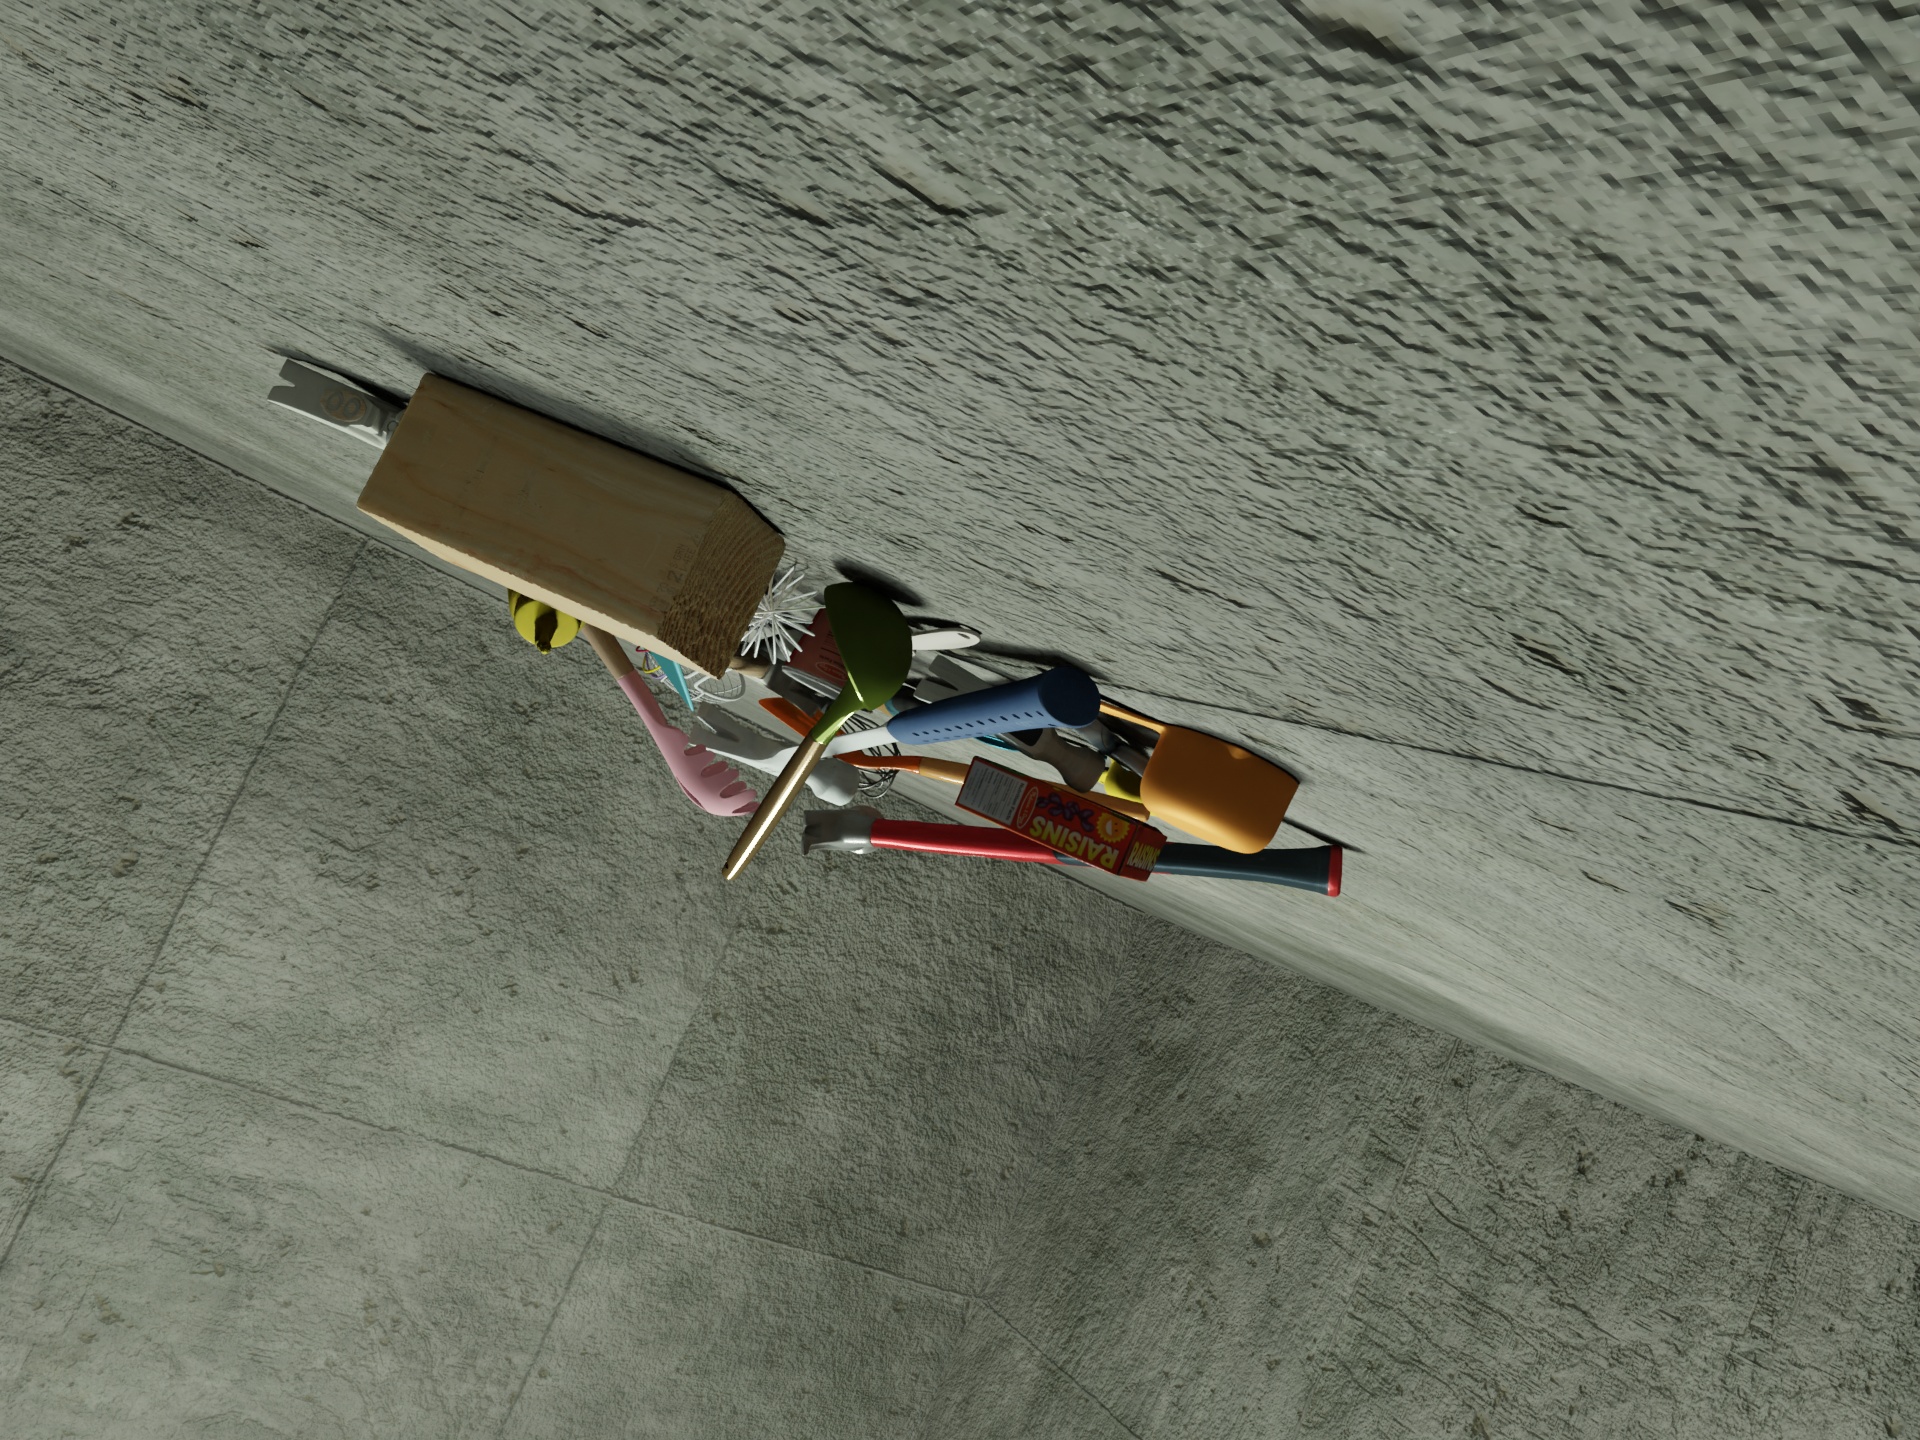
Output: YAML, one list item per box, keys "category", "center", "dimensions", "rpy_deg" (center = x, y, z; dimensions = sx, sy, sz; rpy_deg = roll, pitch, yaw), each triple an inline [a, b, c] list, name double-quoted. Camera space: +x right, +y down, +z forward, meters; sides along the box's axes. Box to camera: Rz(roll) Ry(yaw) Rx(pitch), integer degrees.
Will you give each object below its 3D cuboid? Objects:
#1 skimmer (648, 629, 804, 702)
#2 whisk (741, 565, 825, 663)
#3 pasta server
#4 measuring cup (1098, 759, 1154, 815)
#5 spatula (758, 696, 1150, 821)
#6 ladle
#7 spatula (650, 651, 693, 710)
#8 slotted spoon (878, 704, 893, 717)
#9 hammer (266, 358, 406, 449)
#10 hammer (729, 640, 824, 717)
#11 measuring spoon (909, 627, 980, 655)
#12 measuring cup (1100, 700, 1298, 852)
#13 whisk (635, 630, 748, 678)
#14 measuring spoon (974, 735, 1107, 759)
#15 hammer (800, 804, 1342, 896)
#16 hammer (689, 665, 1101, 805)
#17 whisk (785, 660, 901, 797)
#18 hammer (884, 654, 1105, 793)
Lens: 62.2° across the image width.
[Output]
- category: "skimmer"
  center: [-0.207, -0.075, 1.480]
  dimensions: [0.127, 0.090, 0.363]
  rpy_deg: [39, 159, -20]
- category: "whisk"
  center: [-0.135, -0.075, 1.076]
  dimensions: [0.070, 0.070, 0.285]
  rpy_deg: [26, 179, -11]
- category: "pasta server"
  center: [-0.238, -0.059, 1.089]
  dimensions: [0.316, 0.040, 0.060]
  rpy_deg: [58, 169, -11]
- category: "measuring cup"
  center: [0.128, 0.056, 1.263]
  dimensions: [0.062, 0.029, 0.156]
  rpy_deg: [25, 172, -8]
- category: "spatula"
  center: [-0.006, 0.031, 1.236]
  dimensions: [0.323, 0.041, 0.081]
  rpy_deg: [11, -175, 21]
- category: "ladle"
  center: [-0.110, 0.023, 1.023]
  dimensions: [0.062, 0.078, 0.320]
  rpy_deg: [1, 147, -29]
- category: "spatula"
  center: [-0.282, -0.094, 1.157]
  dimensions: [0.082, 0.044, 0.317]
  rpy_deg: [52, -173, 30]
- category: "slotted spoon"
  center: [-0.084, -0.030, 1.402]
  dimensions: [0.070, 0.031, 0.313]
  rpy_deg: [27, 177, 11]
- category: "hammer"
  center: [-0.346, -0.162, 1.234]
  dimensions: [0.146, 0.038, 0.410]
  rpy_deg: [24, 175, 24]
- category: "hammer"
  center: [-0.179, -0.052, 1.128]
  dimensions: [0.130, 0.031, 0.331]
  rpy_deg: [27, -179, 10]
- category: "measuring spoon"
  center: [-0.019, -0.055, 0.978]
  dimensions: [0.034, 0.018, 0.124]
  rpy_deg: [28, 167, -27]
- category: "measuring cup"
  center: [0.113, 0.028, 0.954]
  dimensions: [0.173, 0.052, 0.095]
  rpy_deg: [22, 174, 5]
- category: "whisk"
  center: [-0.230, -0.078, 1.380]
  dimensions: [0.051, 0.047, 0.245]
  rpy_deg: [56, 151, -15]
- category: "measuring spoon"
  center: [0.065, 0.014, 1.258]
  dimensions: [0.129, 0.021, 0.042]
  rpy_deg: [8, 167, 39]
- category: "hammer"
  center: [0.078, 0.094, 1.151]
  dimensions: [0.386, 0.038, 0.143]
  rpy_deg: [4, 178, 14]
- category: "hammer"
  center: [-0.048, 0.007, 1.057]
  dimensions: [0.144, 0.035, 0.405]
  rpy_deg: [23, 162, -27]
- category: "whisk"
  center: [-0.112, -0.006, 1.387]
  dimensions: [0.055, 0.055, 0.239]
  rpy_deg: [29, -168, -39]
- category: "hammer"
  center: [-0.002, -0.004, 1.203]
  dimensions: [0.128, 0.033, 0.331]
  rpy_deg: [33, 174, -15]
